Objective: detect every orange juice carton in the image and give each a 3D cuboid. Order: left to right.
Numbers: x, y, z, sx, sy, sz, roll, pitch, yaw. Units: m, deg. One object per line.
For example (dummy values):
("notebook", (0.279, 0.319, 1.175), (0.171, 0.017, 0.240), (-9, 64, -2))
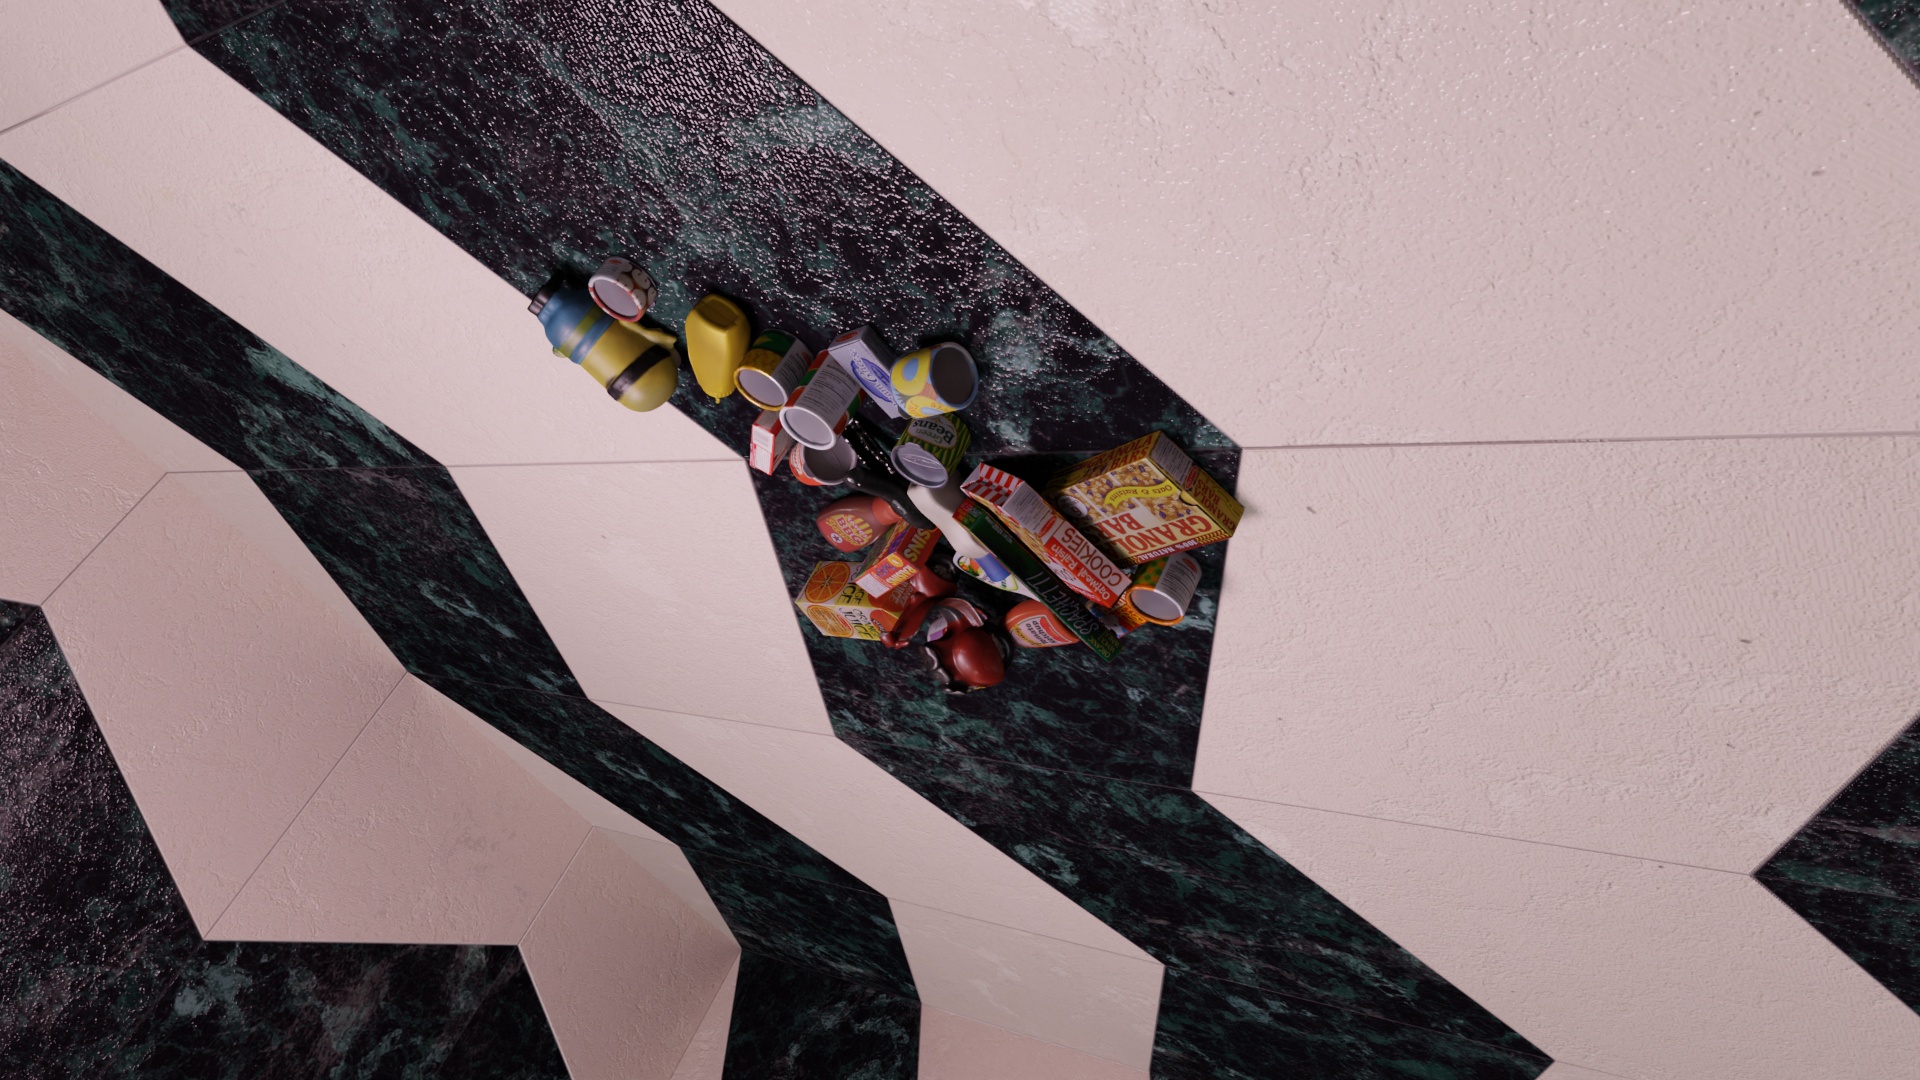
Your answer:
("orange juice carton", (-0.108, 0.077, 1.755), (0.192, 0.072, 0.072), (1, 141, 39))

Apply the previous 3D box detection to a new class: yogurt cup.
("yogurt cup", (-0.155, -0.092, 1.544), (0.072, 0.072, 0.054), (40, 156, -19))

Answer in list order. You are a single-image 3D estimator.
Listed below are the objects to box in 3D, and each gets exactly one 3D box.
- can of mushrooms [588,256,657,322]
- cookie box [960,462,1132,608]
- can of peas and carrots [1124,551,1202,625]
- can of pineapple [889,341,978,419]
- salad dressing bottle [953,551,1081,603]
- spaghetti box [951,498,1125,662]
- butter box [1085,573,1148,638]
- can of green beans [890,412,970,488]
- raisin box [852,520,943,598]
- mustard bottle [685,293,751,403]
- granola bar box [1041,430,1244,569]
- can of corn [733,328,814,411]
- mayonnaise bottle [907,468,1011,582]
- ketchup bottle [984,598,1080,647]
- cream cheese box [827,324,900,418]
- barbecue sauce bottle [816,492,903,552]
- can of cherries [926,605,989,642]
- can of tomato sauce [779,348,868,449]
("can of mushrooms", (-0.358, -0.265, 1.476), (0.071, 0.033, 0.070), (20, 149, 13))
("cookie box", (0.087, -0.005, 1.444), (0.167, 0.040, 0.123), (42, 175, -22))
("can of peas and carrots", (0.211, 0.048, 1.452), (0.071, 0.059, 0.070), (21, 149, 14))
("can of pineapple", (-0.025, -0.152, 1.333), (0.058, 0.071, 0.071), (-8, 134, 46))
("salad dressing bottle", (0.066, 0.037, 1.574), (0.148, 0.044, 0.064), (27, 143, 3))
("spaghetti box", (0.087, 0.046, 1.496), (0.249, 0.029, 0.050), (43, 178, -28))
("butter box", (0.182, 0.075, 1.554), (0.053, 0.024, 0.103), (34, 150, -9))
("can of green beans", (-0.030, -0.096, 1.434), (0.071, 0.058, 0.071), (21, 150, 13))
("raisin box", (-0.067, 0.010, 1.602), (0.040, 0.086, 0.123), (38, 149, -12))
("mustard bottle", (-0.259, -0.196, 1.482), (0.065, 0.049, 0.159), (36, 152, 9))
("granola bar box", (0.177, -0.036, 1.373), (0.124, 0.039, 0.165), (40, 149, -20))
("can of corn", (-0.197, -0.177, 1.450), (0.071, 0.058, 0.070), (21, 149, 13))
("mayonnaise bottle", (0.005, -0.019, 1.502), (0.041, 0.065, 0.147), (-20, 118, 41))
("ketchup bottle", (0.082, 0.101, 1.659), (0.064, 0.044, 0.148), (46, 147, -21))
("cream cheese box", (-0.080, -0.169, 1.399), (0.053, 0.024, 0.103), (-9, 133, 48))
("barbecue sauce bottle", (-0.107, -0.028, 1.620), (0.065, 0.044, 0.148), (47, 146, -17))
("can of cherries", (0.002, 0.120, 1.733), (0.071, 0.072, 0.058), (37, 148, -13))
("can of tomato sauce", (-0.139, -0.143, 1.428), (0.071, 0.083, 0.070), (21, 149, 13))
